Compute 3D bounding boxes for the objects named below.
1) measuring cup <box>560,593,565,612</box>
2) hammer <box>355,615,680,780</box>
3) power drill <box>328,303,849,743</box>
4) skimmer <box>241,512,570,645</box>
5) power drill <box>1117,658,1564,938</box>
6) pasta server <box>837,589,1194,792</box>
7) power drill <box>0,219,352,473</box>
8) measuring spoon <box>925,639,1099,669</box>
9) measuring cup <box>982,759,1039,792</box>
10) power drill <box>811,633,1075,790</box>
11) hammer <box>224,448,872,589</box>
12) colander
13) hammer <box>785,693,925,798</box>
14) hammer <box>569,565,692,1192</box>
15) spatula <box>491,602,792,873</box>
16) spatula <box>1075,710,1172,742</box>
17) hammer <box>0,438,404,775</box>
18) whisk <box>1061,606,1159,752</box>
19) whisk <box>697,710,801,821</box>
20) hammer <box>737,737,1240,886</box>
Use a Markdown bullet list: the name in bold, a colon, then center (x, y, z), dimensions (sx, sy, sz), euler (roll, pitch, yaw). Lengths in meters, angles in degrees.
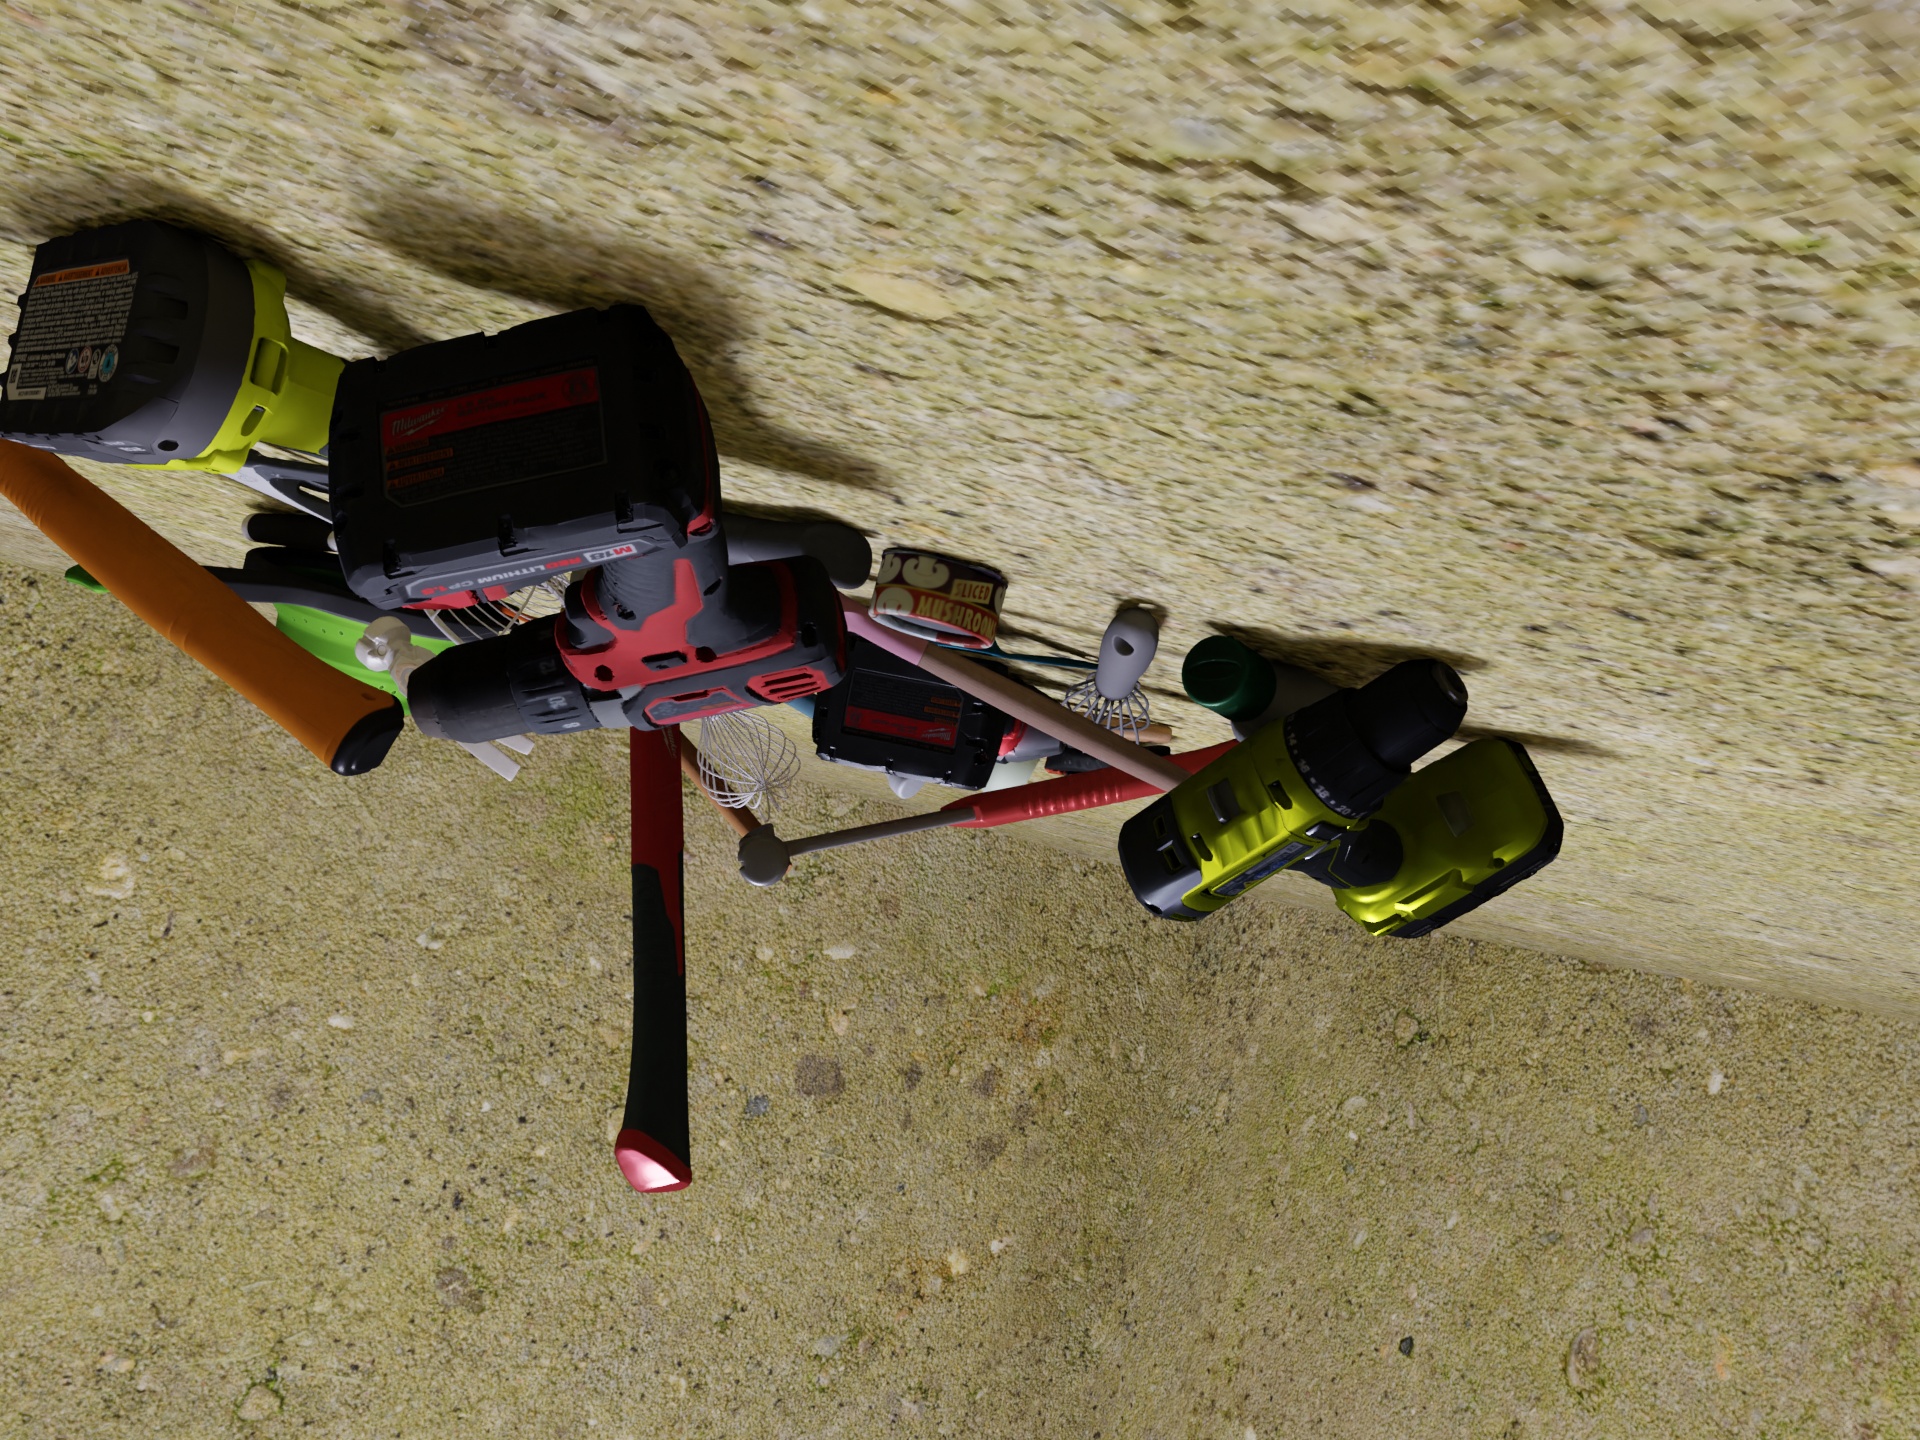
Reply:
- **measuring cup**: center (-0.246, -0.066, 1.270), dimensions (0.156, 0.029, 0.062), euler (21, 171, -31)
- **hammer**: center (-0.290, -0.014, 1.249), dimensions (0.146, 0.038, 0.410), euler (37, -170, 14)
- **power drill**: center (-0.152, -0.050, 0.600), dimensions (0.188, 0.080, 0.226), euler (-11, 161, 4)
- **skimmer**: center (-0.397, -0.091, 1.101), dimensions (0.363, 0.090, 0.127), euler (10, -177, 36)
- **power drill**: center (0.218, 0.045, 0.833), dimensions (0.228, 0.080, 0.190), euler (14, 138, -45)
- **pasta server**: center (0.001, -0.018, 0.881), dimensions (0.316, 0.040, 0.060), euler (27, 160, -2)
- **power drill**: center (-0.250, -0.117, 0.645), dimensions (0.171, 0.080, 0.223), euler (8, 174, 38)
- **measuring spoon**: center (0.038, -0.046, 0.939), dimensions (0.128, 0.021, 0.042), euler (7, -178, -32)
- **measuring cup**: center (0.041, 0.043, 1.375), dimensions (0.038, 0.083, 0.167), euler (29, 167, 1)
- **power drill**: center (-0.002, -0.003, 1.039), dimensions (0.143, 0.078, 0.219), euler (11, -178, 14)
- **hammer**: center (-0.235, -0.112, 0.835), dimensions (0.409, 0.036, 0.149), euler (11, 174, 21)
- **colander**: center (-0.481, -0.060, 1.156), dimensions (0.204, 0.094, 0.397), euler (20, -172, 17)
- **hammer**: center (-0.141, -0.029, 1.215), dimensions (0.128, 0.033, 0.330), euler (43, -177, 31)
- **hammer**: center (-0.172, 0.086, 0.961), dimensions (0.038, 0.387, 0.143), euler (-22, 150, 30)
- **spatula**: center (-0.232, 0.007, 1.185), dimensions (0.323, 0.041, 0.081), euler (45, -173, 24)
- **spatula**: center (0.002, -0.021, 1.194), dimensions (0.317, 0.044, 0.082), euler (8, 173, 8)
- **hammer**: center (-0.354, -0.088, 0.612), dimensions (0.337, 0.034, 0.127), euler (37, -167, 7)
- **whisk**: center (0.087, -0.019, 0.880), dimensions (0.055, 0.055, 0.239), euler (13, 168, 3)
- **whisk**: center (-0.177, -0.003, 1.164), dimensions (0.070, 0.070, 0.285), euler (17, -167, -27)
- **hammer**: center (0.036, 0.054, 1.034), dimensions (0.359, 0.037, 0.149), euler (-11, 180, -1)
